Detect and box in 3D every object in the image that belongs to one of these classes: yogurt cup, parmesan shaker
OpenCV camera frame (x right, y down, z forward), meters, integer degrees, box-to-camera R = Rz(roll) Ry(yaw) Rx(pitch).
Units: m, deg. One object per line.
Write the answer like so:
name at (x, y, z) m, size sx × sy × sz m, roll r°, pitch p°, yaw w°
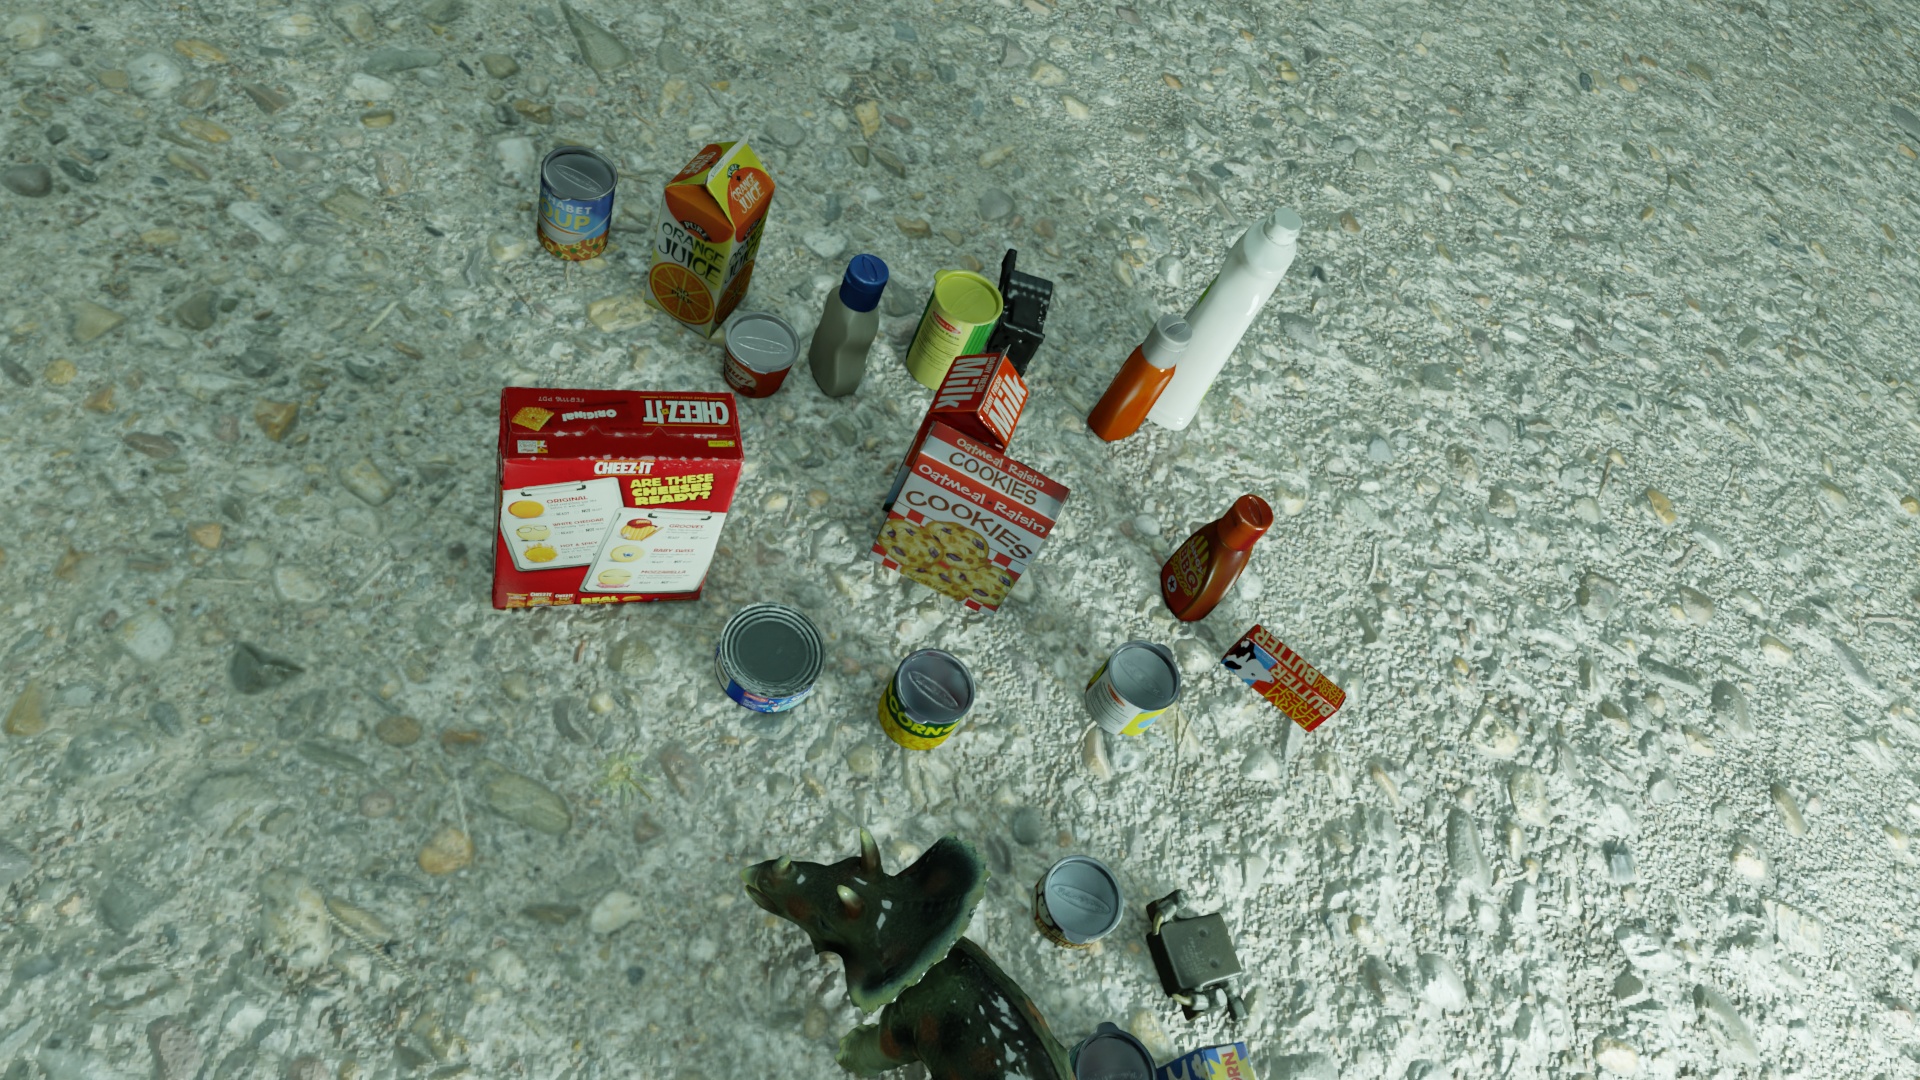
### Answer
yogurt cup at (-0.183, -0.166, 1.259) m, size 0.072 × 0.053 × 0.073 m, roll 10°, pitch 56°, yaw -15°
parmesan shaker at (-0.009, -0.200, 1.316) m, size 0.071 × 0.102 × 0.071 m, roll 10°, pitch 56°, yaw -15°

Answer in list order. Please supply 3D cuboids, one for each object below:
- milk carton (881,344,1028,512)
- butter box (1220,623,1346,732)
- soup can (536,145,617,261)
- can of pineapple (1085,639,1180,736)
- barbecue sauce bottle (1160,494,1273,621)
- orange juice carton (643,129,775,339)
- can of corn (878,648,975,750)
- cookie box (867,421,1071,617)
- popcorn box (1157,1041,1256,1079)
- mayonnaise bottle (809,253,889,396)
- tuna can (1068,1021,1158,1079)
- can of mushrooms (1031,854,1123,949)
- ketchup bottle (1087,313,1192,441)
milk carton at (0.000, -0.087, 1.192) m, size 0.073 × 0.189 × 0.073 m, roll 25°, pitch 54°, yaw -4°
butter box at (0.290, 0.124, 1.250) m, size 0.103 × 0.052 × 0.024 m, roll 39°, pitch 54°, yaw 6°
soup can at (-0.352, -0.305, 1.267) m, size 0.071 × 0.083 × 0.072 m, roll 10°, pitch 56°, yaw -15°
can of pineapple at (0.149, 0.127, 1.192) m, size 0.071 × 0.057 × 0.071 m, roll 10°, pitch 56°, yaw -15°
barbecue sauce bottle at (0.229, 0.013, 1.240) m, size 0.044 × 0.147 × 0.065 m, roll 0°, pitch 59°, yaw -21°
orange juice carton at (-0.220, -0.276, 1.230) m, size 0.073 × 0.191 × 0.072 m, roll 31°, pitch 53°, yaw 0°
can of corn at (-0.030, 0.131, 1.122) m, size 0.071 × 0.058 × 0.071 m, roll 10°, pitch 56°, yaw -15°
cookie box at (0.004, -0.015, 1.161) m, size 0.123 × 0.166 × 0.040 m, roll 27°, pitch 54°, yaw -3°
popcorn box at (0.187, 0.433, 0.992) m, size 0.038 × 0.084 × 0.127 m, roll -2°, pitch 60°, yaw -22°
mayonnaise bottle at (-0.100, -0.195, 1.251) m, size 0.041 × 0.147 × 0.065 m, roll -12°, pitch 64°, yaw -26°
tuna can at (0.108, 0.394, 1.020) m, size 0.071 × 0.032 × 0.071 m, roll 10°, pitch 56°, yaw -15°
can of mushrooms at (0.090, 0.284, 1.083) m, size 0.071 × 0.033 × 0.071 m, roll 10°, pitch 56°, yaw -15°
ketchup bottle at (0.175, -0.155, 1.328) m, size 0.065 × 0.148 × 0.043 m, roll -29°, pitch 72°, yaw -33°
